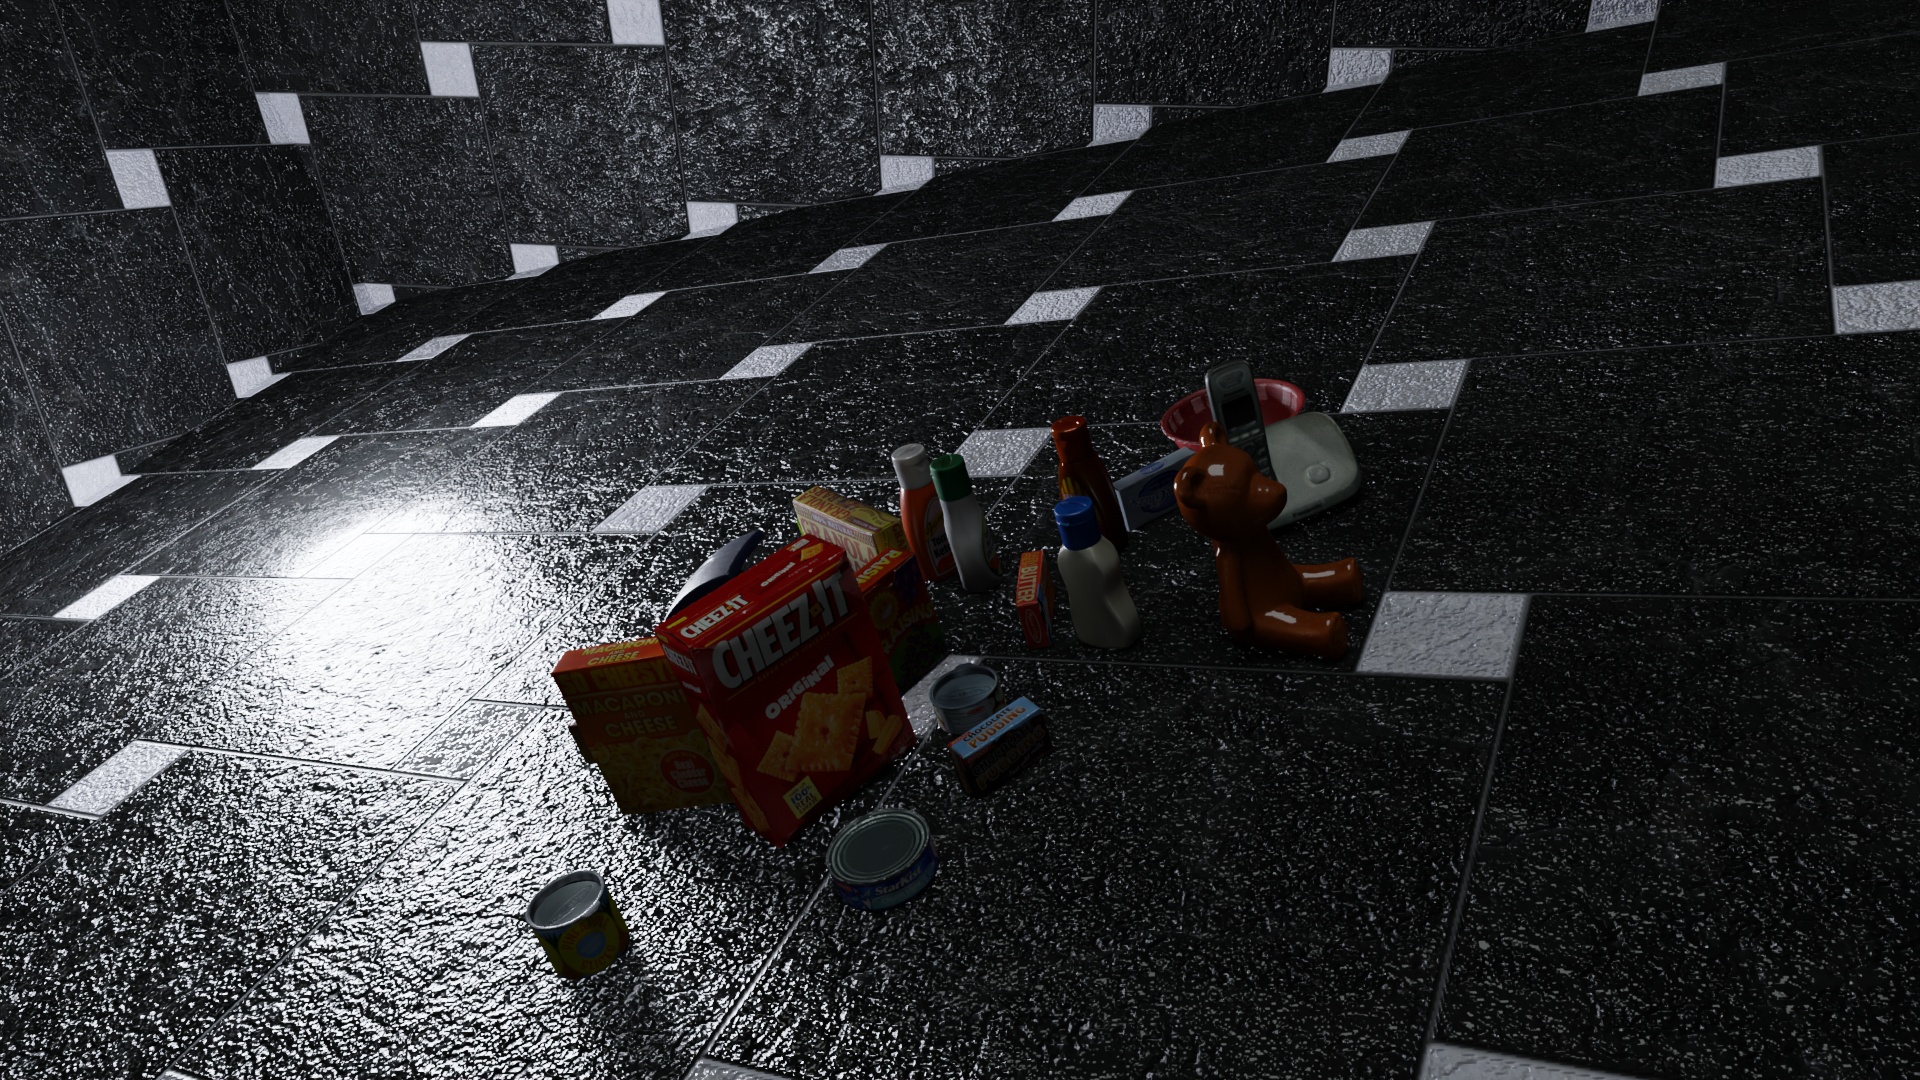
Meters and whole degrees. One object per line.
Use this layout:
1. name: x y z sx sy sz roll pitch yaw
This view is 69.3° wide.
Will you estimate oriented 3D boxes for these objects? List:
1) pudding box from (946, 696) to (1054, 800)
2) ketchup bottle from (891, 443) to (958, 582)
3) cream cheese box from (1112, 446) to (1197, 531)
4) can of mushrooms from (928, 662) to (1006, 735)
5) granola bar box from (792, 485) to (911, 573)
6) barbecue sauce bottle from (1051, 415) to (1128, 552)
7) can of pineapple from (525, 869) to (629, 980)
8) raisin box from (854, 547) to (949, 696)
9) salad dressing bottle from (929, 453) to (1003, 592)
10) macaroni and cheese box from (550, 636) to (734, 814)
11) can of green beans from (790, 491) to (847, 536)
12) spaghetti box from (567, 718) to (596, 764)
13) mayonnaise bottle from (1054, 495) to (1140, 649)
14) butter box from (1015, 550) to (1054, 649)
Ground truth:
1. pudding box: 0.034 0.175 1.177 0.084 0.049 0.030 -29 29 -22
2. ketchup bottle: -0.037 -0.032 1.496 0.065 0.148 0.043 -35 32 -31
3. cream cheese box: 0.213 -0.055 1.496 0.104 0.053 0.024 -27 28 -17
4. can of mushrooms: 0.007 0.144 1.268 0.071 0.033 0.071 -14 27 7
5. granola bar box: -0.105 0.019 1.470 0.039 0.123 0.165 -32 30 -26
6. barbecue sauce bottle: 0.130 -0.057 1.445 0.065 0.148 0.044 11 38 44
7. can of pineapple: -0.307 0.310 1.119 0.071 0.057 0.071 -14 27 7
8. raisin box: -0.066 0.081 1.332 0.040 0.123 0.086 10 38 43
9. salad dressing bottle: 0.005 -0.018 1.447 0.044 0.147 0.064 -12 27 12
10. macaroni and cheese box: -0.277 0.166 1.250 0.123 0.165 0.040 -10 28 16
11. can of green beans: -0.156 -0.017 1.639 0.071 0.057 0.071 -14 27 7
12. spaghetti box: -0.262 0.186 1.332 0.250 0.050 0.029 -5 30 23
13. mayonnaise bottle: 0.122 0.030 1.287 0.065 0.147 0.041 7 36 40
14. butter box: 0.074 0.057 1.369 0.024 0.053 0.104 -11 28 13
